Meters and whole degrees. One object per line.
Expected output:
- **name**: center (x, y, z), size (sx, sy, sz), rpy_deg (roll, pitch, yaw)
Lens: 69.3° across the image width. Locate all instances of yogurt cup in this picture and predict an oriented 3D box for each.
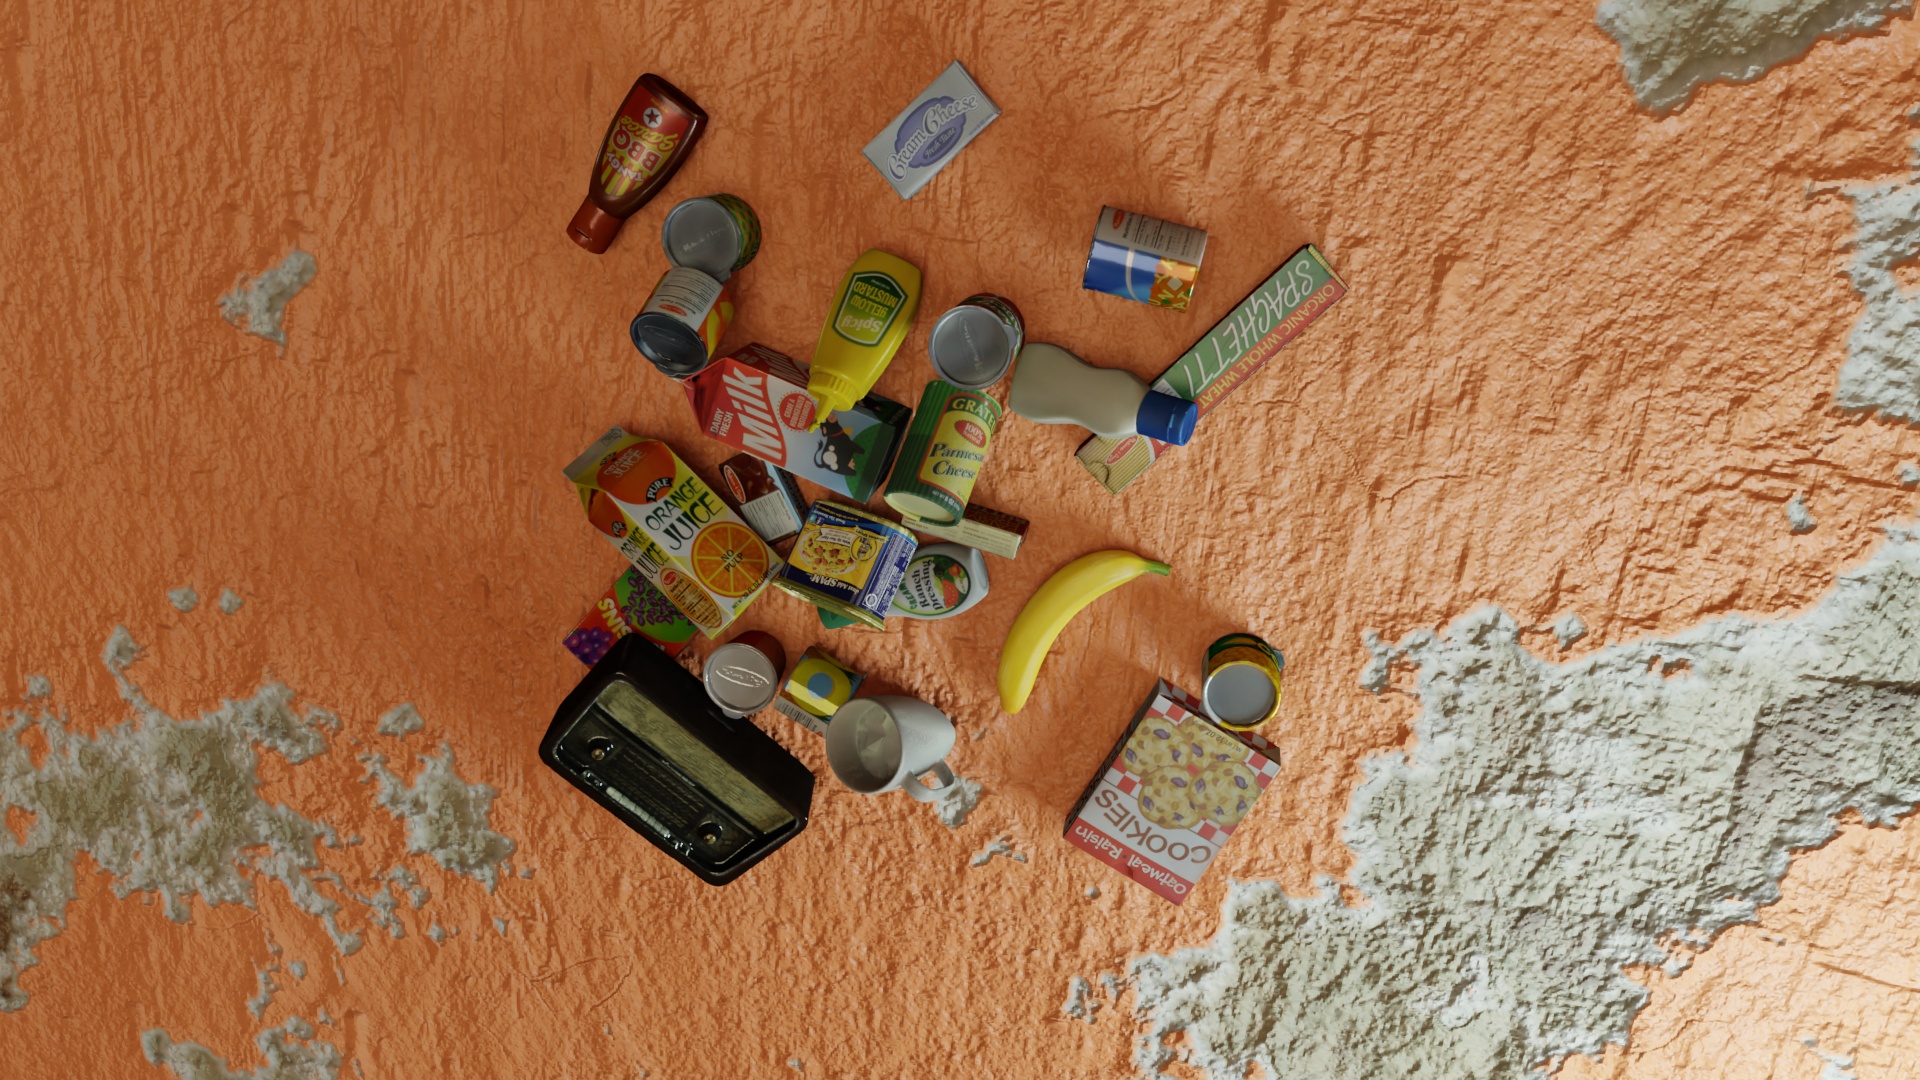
- **yogurt cup**: center (-0.190, 0.115, 1.246), size (0.072, 0.054, 0.072), rpy_deg (3, 107, 9)

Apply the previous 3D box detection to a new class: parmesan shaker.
- **parmesan shaker**: center (-0.012, -0.069, 1.127), size (0.071, 0.071, 0.103), rpy_deg (19, 73, 4)

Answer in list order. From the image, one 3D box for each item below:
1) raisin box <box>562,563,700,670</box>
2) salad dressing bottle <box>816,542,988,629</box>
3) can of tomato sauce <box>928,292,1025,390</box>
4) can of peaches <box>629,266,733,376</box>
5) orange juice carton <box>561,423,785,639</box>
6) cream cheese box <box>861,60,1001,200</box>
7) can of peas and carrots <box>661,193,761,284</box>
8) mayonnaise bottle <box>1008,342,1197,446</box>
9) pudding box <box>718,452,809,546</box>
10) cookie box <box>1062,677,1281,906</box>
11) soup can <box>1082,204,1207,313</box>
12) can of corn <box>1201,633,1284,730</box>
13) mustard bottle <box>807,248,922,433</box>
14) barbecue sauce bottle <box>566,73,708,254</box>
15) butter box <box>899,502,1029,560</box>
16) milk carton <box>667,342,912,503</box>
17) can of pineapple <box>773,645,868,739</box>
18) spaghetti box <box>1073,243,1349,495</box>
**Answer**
- **raisin box**: center (-0.290, 0.077, 1.261), size (0.086, 0.040, 0.123), rpy_deg (44, 110, -5)
- **salad dressing bottle**: center (-0.051, 0.044, 1.204), size (0.147, 0.044, 0.064), rpy_deg (-15, 97, 15)
- **can of tomato sauce**: center (0.016, -0.161, 1.108), size (0.071, 0.083, 0.071), rpy_deg (3, 108, 9)
- **can of peaches**: center (-0.223, -0.175, 1.115), size (0.071, 0.058, 0.071), rpy_deg (13, 144, 10)
- **orange juice carton**: center (-0.250, -0.012, 1.194), size (0.192, 0.072, 0.072), rpy_deg (45, 147, -5)
- **cream cheese box**: center (-0.023, -0.323, 1.097), size (0.103, 0.024, 0.053), rpy_deg (-39, 96, 19)
- **can of peas and carrots**: center (-0.201, -0.247, 1.135), size (0.071, 0.059, 0.070), rpy_deg (3, 108, 9)
- **mayonnaise bottle**: center (0.113, -0.111, 1.104), size (0.148, 0.041, 0.064), rpy_deg (19, 99, 24)
- **pudding box**: center (-0.168, -0.040, 1.207), size (0.049, 0.030, 0.083), rpy_deg (-22, 102, 17)
- **cookie box**: center (0.183, 0.222, 1.217), size (0.123, 0.040, 0.166), rpy_deg (30, 110, 0)
- **soup can**: center (0.142, -0.216, 1.079), size (0.084, 0.071, 0.071), rpy_deg (15, 109, 5)
- **can of corn**: center (0.238, 0.118, 1.166), size (0.071, 0.058, 0.071), rpy_deg (3, 108, 10)
- **mustard bottle**: center (-0.083, -0.154, 1.105), size (0.065, 0.048, 0.161), rpy_deg (22, 72, 3)
- **barbecue sauce bottle**: center (-0.271, -0.304, 1.138), size (0.065, 0.044, 0.148), rpy_deg (38, 110, -3)
- **butter box**: center (0.004, -0.015, 1.171), size (0.103, 0.053, 0.024), rpy_deg (17, 107, 4)
- **milk carton**: center (-0.146, -0.107, 1.160), size (0.191, 0.072, 0.073), rpy_deg (23, 110, 3)
- **can of pineapple**: center (-0.125, 0.134, 1.235), size (0.058, 0.071, 0.070), rpy_deg (31, 110, 0)
- **spaghetti box**: center (0.198, -0.135, 1.111), size (0.249, 0.029, 0.050), rpy_deg (-42, 96, 19)
